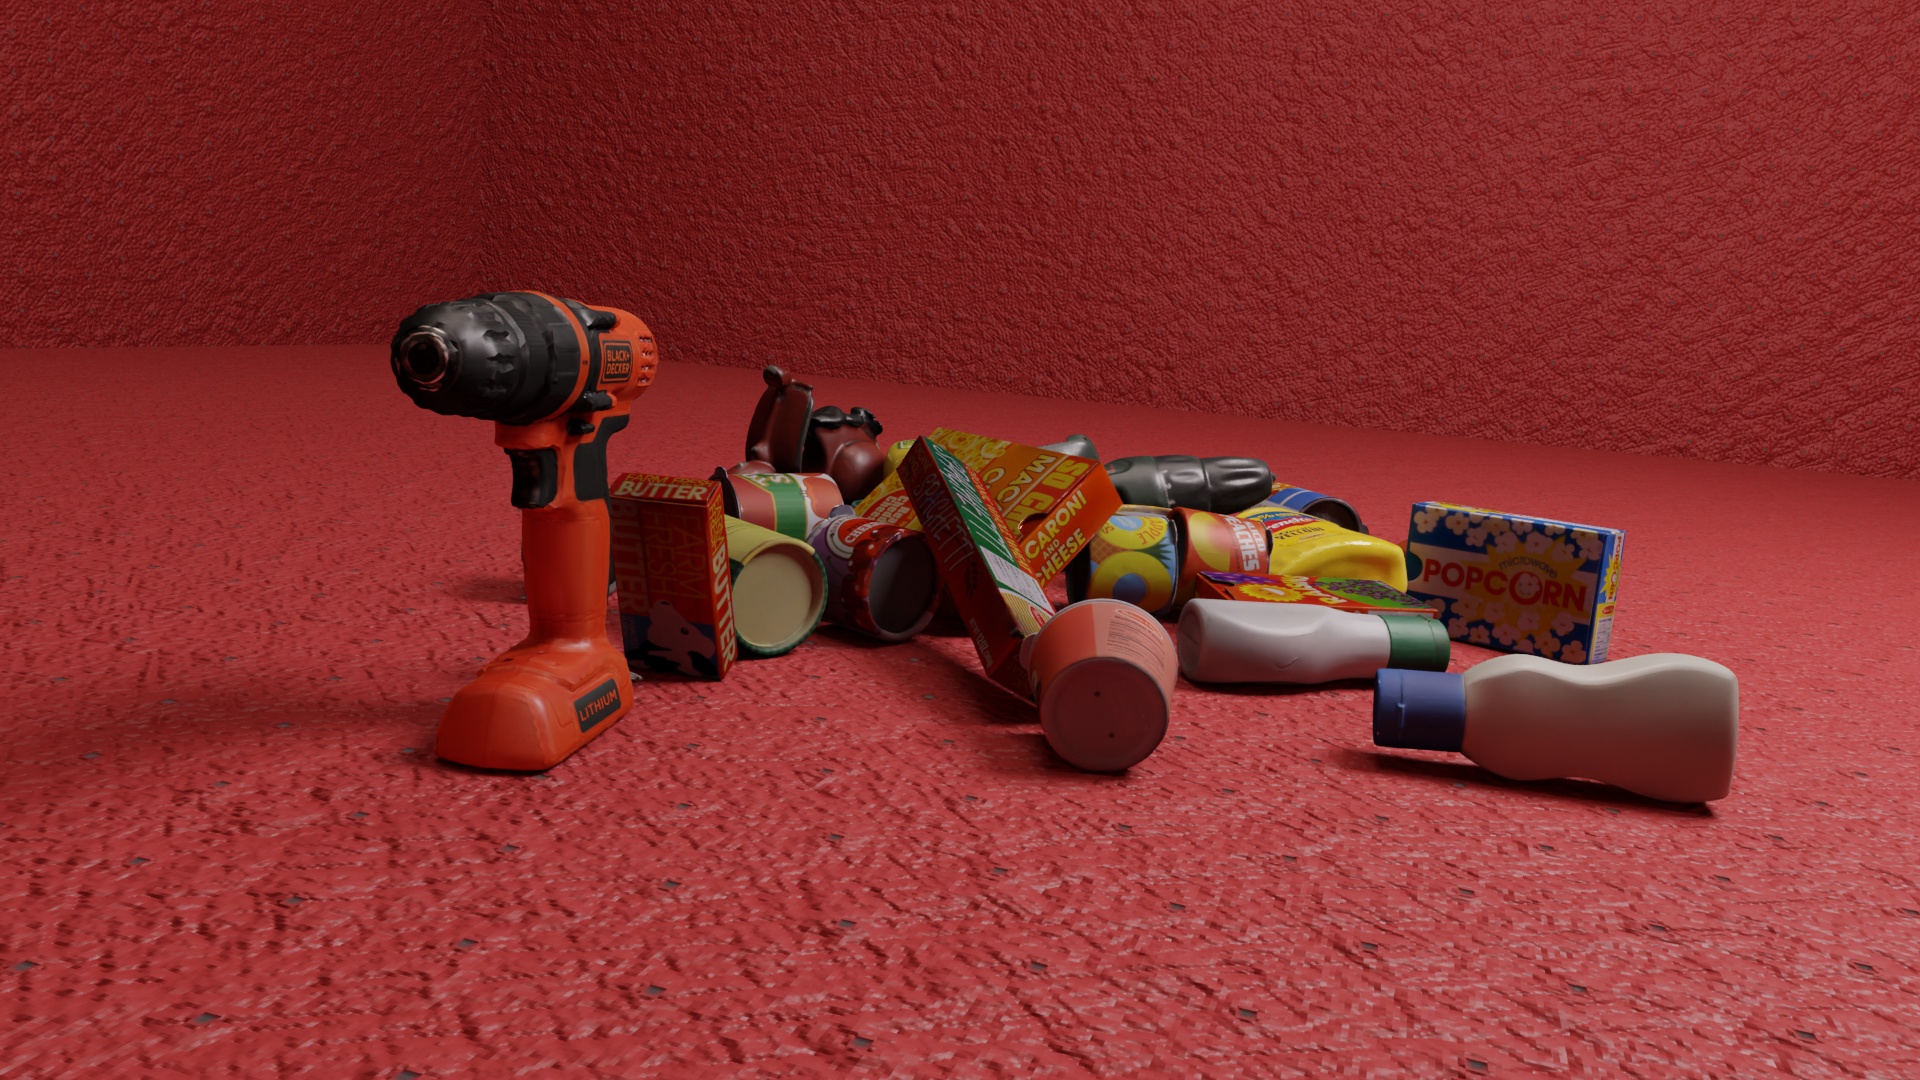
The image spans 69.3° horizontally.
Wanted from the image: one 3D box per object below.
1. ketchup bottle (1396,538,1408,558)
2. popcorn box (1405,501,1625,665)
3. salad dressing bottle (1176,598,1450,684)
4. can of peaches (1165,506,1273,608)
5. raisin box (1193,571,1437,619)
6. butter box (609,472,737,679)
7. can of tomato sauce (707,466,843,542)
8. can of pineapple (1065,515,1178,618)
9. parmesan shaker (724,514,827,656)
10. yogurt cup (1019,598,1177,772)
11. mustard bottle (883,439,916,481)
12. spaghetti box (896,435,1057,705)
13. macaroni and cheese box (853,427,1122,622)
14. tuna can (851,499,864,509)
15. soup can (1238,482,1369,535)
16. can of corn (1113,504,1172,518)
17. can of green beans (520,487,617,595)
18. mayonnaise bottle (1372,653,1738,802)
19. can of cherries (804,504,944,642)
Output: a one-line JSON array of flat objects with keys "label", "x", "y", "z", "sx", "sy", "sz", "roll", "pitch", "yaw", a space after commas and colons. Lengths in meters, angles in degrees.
[{"label": "ketchup bottle", "x": 0.367, "y": 0.030, "z": 0.994, "sx": 0.065, "sy": 0.043, "sz": 0.149, "roll": 2, "pitch": 10, "yaw": -8}, {"label": "popcorn box", "x": 0.352, "y": 0.025, "z": 0.893, "sx": 0.127, "sy": 0.085, "sz": 0.038, "roll": 12, "pitch": 11, "yaw": 42}, {"label": "salad dressing bottle", "x": 0.196, "y": 0.058, "z": 0.768, "sx": 0.148, "sy": 0.044, "sz": 0.064, "roll": 3, "pitch": 10, "yaw": -12}, {"label": "can of peaches", "x": 0.164, "y": 0.013, "z": 0.909, "sx": 0.058, "sy": 0.071, "sz": 0.071, "roll": 10, "pitch": 9, "yaw": -10}, {"label": "raisin box", "x": 0.211, "y": 0.047, "z": 0.843, "sx": 0.123, "sy": 0.040, "sz": 0.086, "roll": 2, "pitch": 11, "yaw": -7}, {"label": "butter box", "x": -0.140, "y": 0.018, "z": 0.678, "sx": 0.053, "sy": 0.103, "sz": 0.024, "roll": 6, "pitch": 31, "yaw": 9}, {"label": "can of tomato sauce", "x": -0.132, "y": -0.016, "z": 0.968, "sx": 0.083, "sy": 0.071, "sz": 0.071, "roll": -2, "pitch": 12, "yaw": -35}, {"label": "can of pineapple", "x": 0.103, "y": 0.015, "z": 0.892, "sx": 0.058, "sy": 0.071, "sz": 0.071, "roll": 2, "pitch": 10, "yaw": -10}, {"label": "parmesan shaker", "x": -0.130, "y": 0.022, "z": 0.770, "sx": 0.071, "sy": 0.071, "sz": 0.103, "roll": -3, "pitch": 13, "yaw": -39}, {"label": "yogurt cup", "x": 0.063, "y": 0.066, "z": 0.610, "sx": 0.072, "sy": 0.072, "sz": 0.054, "roll": 5, "pitch": 18, "yaw": 3}, {"label": "mustard bottle", "x": -0.028, "y": -0.047, "z": 1.052, "sx": 0.065, "sy": 0.048, "sz": 0.160, "roll": 3, "pitch": 10, "yaw": 0}, {"label": "spaghetti box", "x": 0.012, "y": 0.010, "z": 0.758, "sx": 0.050, "sy": 0.028, "sz": 0.251, "roll": 33, "pitch": 15, "yaw": -26}, {"label": "macaroni and cheese box", "x": 0.003, "y": -0.011, "z": 0.896, "sx": 0.124, "sy": 0.040, "sz": 0.166, "roll": -46, "pitch": 34, "yaw": -22}, {"label": "tuna can", "x": -0.056, "y": -0.011, "z": 1.081, "sx": 0.071, "sy": 0.032, "sz": 0.071, "roll": 5, "pitch": 10, "yaw": -1}, {"label": "soup can", "x": 0.271, "y": -0.008, "z": 1.106, "sx": 0.071, "sy": 0.071, "sz": 0.084, "roll": 1, "pitch": 10, "yaw": -17}, {"label": "can of corn", "x": 0.128, "y": 0.008, "z": 0.976, "sx": 0.071, "sy": 0.058, "sz": 0.071, "roll": 4, "pitch": 10, "yaw": -1}, {"label": "can of green beans", "x": -0.229, "y": 0.001, "z": 0.841, "sx": 0.071, "sy": 0.071, "sz": 0.058, "roll": 2, "pitch": 10, "yaw": -10}, {"label": "mayonnaise bottle", "x": 0.263, "y": 0.080, "z": 0.624, "sx": 0.148, "sy": 0.064, "sz": 0.041, "roll": 3, "pitch": 6, "yaw": 13}, {"label": "can of cherries", "x": -0.052, "y": 0.019, "z": 0.801, "sx": 0.058, "sy": 0.071, "sz": 0.072, "roll": 14, "pitch": 13, "yaw": 42}]
